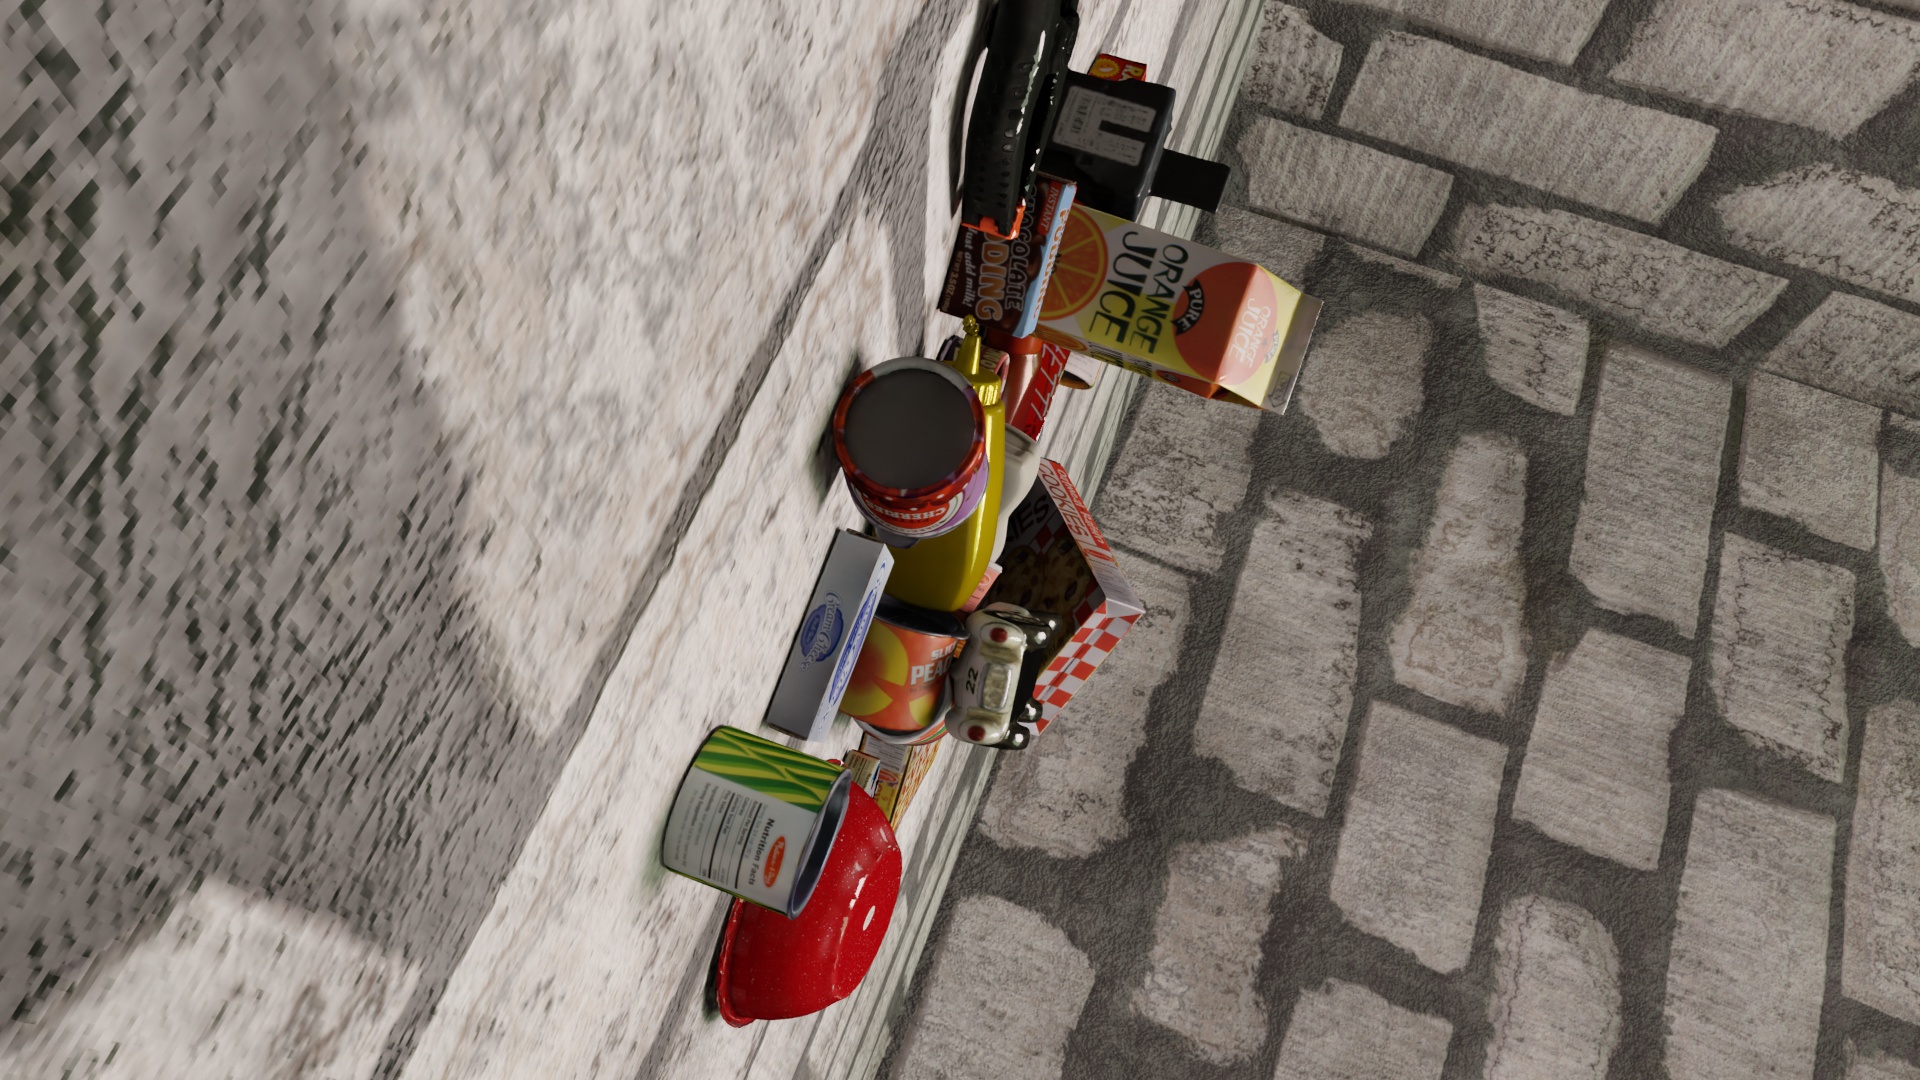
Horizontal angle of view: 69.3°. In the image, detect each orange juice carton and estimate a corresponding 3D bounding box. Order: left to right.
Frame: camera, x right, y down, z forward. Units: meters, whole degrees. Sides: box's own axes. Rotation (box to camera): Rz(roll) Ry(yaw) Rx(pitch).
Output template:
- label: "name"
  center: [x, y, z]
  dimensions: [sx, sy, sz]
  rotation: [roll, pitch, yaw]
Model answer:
- label: "orange juice carton"
  center: [0.107, -0.137, 0.805]
  dimensions: [0.073, 0.193, 0.071]
  rotation: [10, 100, -82]

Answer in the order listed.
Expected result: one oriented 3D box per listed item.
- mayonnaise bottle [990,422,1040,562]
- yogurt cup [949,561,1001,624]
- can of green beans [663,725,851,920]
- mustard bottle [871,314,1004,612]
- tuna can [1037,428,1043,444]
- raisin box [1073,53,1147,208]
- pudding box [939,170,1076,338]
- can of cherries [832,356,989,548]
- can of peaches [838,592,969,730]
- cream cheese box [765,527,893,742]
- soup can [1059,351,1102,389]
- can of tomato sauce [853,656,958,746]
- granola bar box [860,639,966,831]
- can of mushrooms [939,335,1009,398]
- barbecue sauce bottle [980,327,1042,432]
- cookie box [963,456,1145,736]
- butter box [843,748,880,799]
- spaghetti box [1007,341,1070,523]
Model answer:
- label: "mayonnaise bottle"
  center: [0.003, -0.011, 0.897]
  dimensions: [0.041, 0.065, 0.147]
  rotation: [-50, 164, -49]
- label: "yogurt cup"
  center: [-0.016, 0.024, 0.834]
  dimensions: [0.054, 0.072, 0.072]
  rotation: [-62, 173, -1]
- label: "can of green beans"
  center: [-0.085, 0.118, 0.585]
  dimensions: [0.071, 0.058, 0.071]
  rotation: [16, 93, -83]
- label: "mustard bottle"
  center: [-0.006, -0.043, 0.740]
  dimensions: [0.049, 0.065, 0.159]
  rotation: [-44, 149, -65]
- label: "tuna can"
  center: [0.042, -0.073, 1.127]
  dimensions: [0.071, 0.033, 0.071]
  rotation: [16, 93, -83]
- label: "raisin box"
  center: [0.090, -0.263, 0.957]
  dimensions: [0.085, 0.040, 0.124]
  rotation: [97, 13, -55]
- label: "pudding box"
  center: [0.025, -0.152, 0.724]
  dimensions: [0.030, 0.050, 0.083]
  rotation: [-48, 156, -68]
- label: "can of cherries"
  center: [-0.021, -0.038, 0.613]
  dimensions: [0.058, 0.071, 0.071]
  rotation: [85, 25, -72]
- label: "can of peaches"
  center: [-0.036, 0.065, 0.755]
  dimensions: [0.071, 0.071, 0.058]
  rotation: [-38, 148, -77]
- label: "cream cheese box"
  center: [-0.064, 0.048, 0.693]
  dimensions: [0.053, 0.024, 0.104]
  rotation: [74, 36, -80]
- label: "soup can"
  center: [0.084, -0.167, 1.074]
  dimensions: [0.071, 0.071, 0.084]
  rotation: [54, 57, -81]
- label: "can of tomato sauce"
  center: [-0.032, 0.095, 0.872]
  dimensions: [0.083, 0.071, 0.071]
  rotation: [61, 48, -80]
- label: "granola bar box"
  center: [-0.041, 0.149, 1.069]
  dimensions: [0.166, 0.039, 0.123]
  rotation: [-52, 161, -67]
- label: "can of mushrooms"
  center: [0.002, -0.084, 0.803]
  dimensions: [0.071, 0.033, 0.071]
  rotation: [17, 93, -83]
- label: "barbecue sauce bottle"
  center: [0.026, -0.097, 0.907]
  dimensions: [0.065, 0.044, 0.147]
  rotation: [-60, 167, -57]
- label: "cookie box"
  center: [0.051, 0.034, 0.983]
  dimensions: [0.122, 0.040, 0.168]
  rotation: [-53, -144, 24]
- label: "butter box"
  center: [-0.084, 0.197, 0.931]
  dimensions: [0.052, 0.024, 0.104]
  rotation: [98, 13, -56]
- label: "spaghetti box"
  center: [0.051, -0.121, 1.006]
  dimensions: [0.050, 0.028, 0.250]
  rotation: [6, -105, 66]
